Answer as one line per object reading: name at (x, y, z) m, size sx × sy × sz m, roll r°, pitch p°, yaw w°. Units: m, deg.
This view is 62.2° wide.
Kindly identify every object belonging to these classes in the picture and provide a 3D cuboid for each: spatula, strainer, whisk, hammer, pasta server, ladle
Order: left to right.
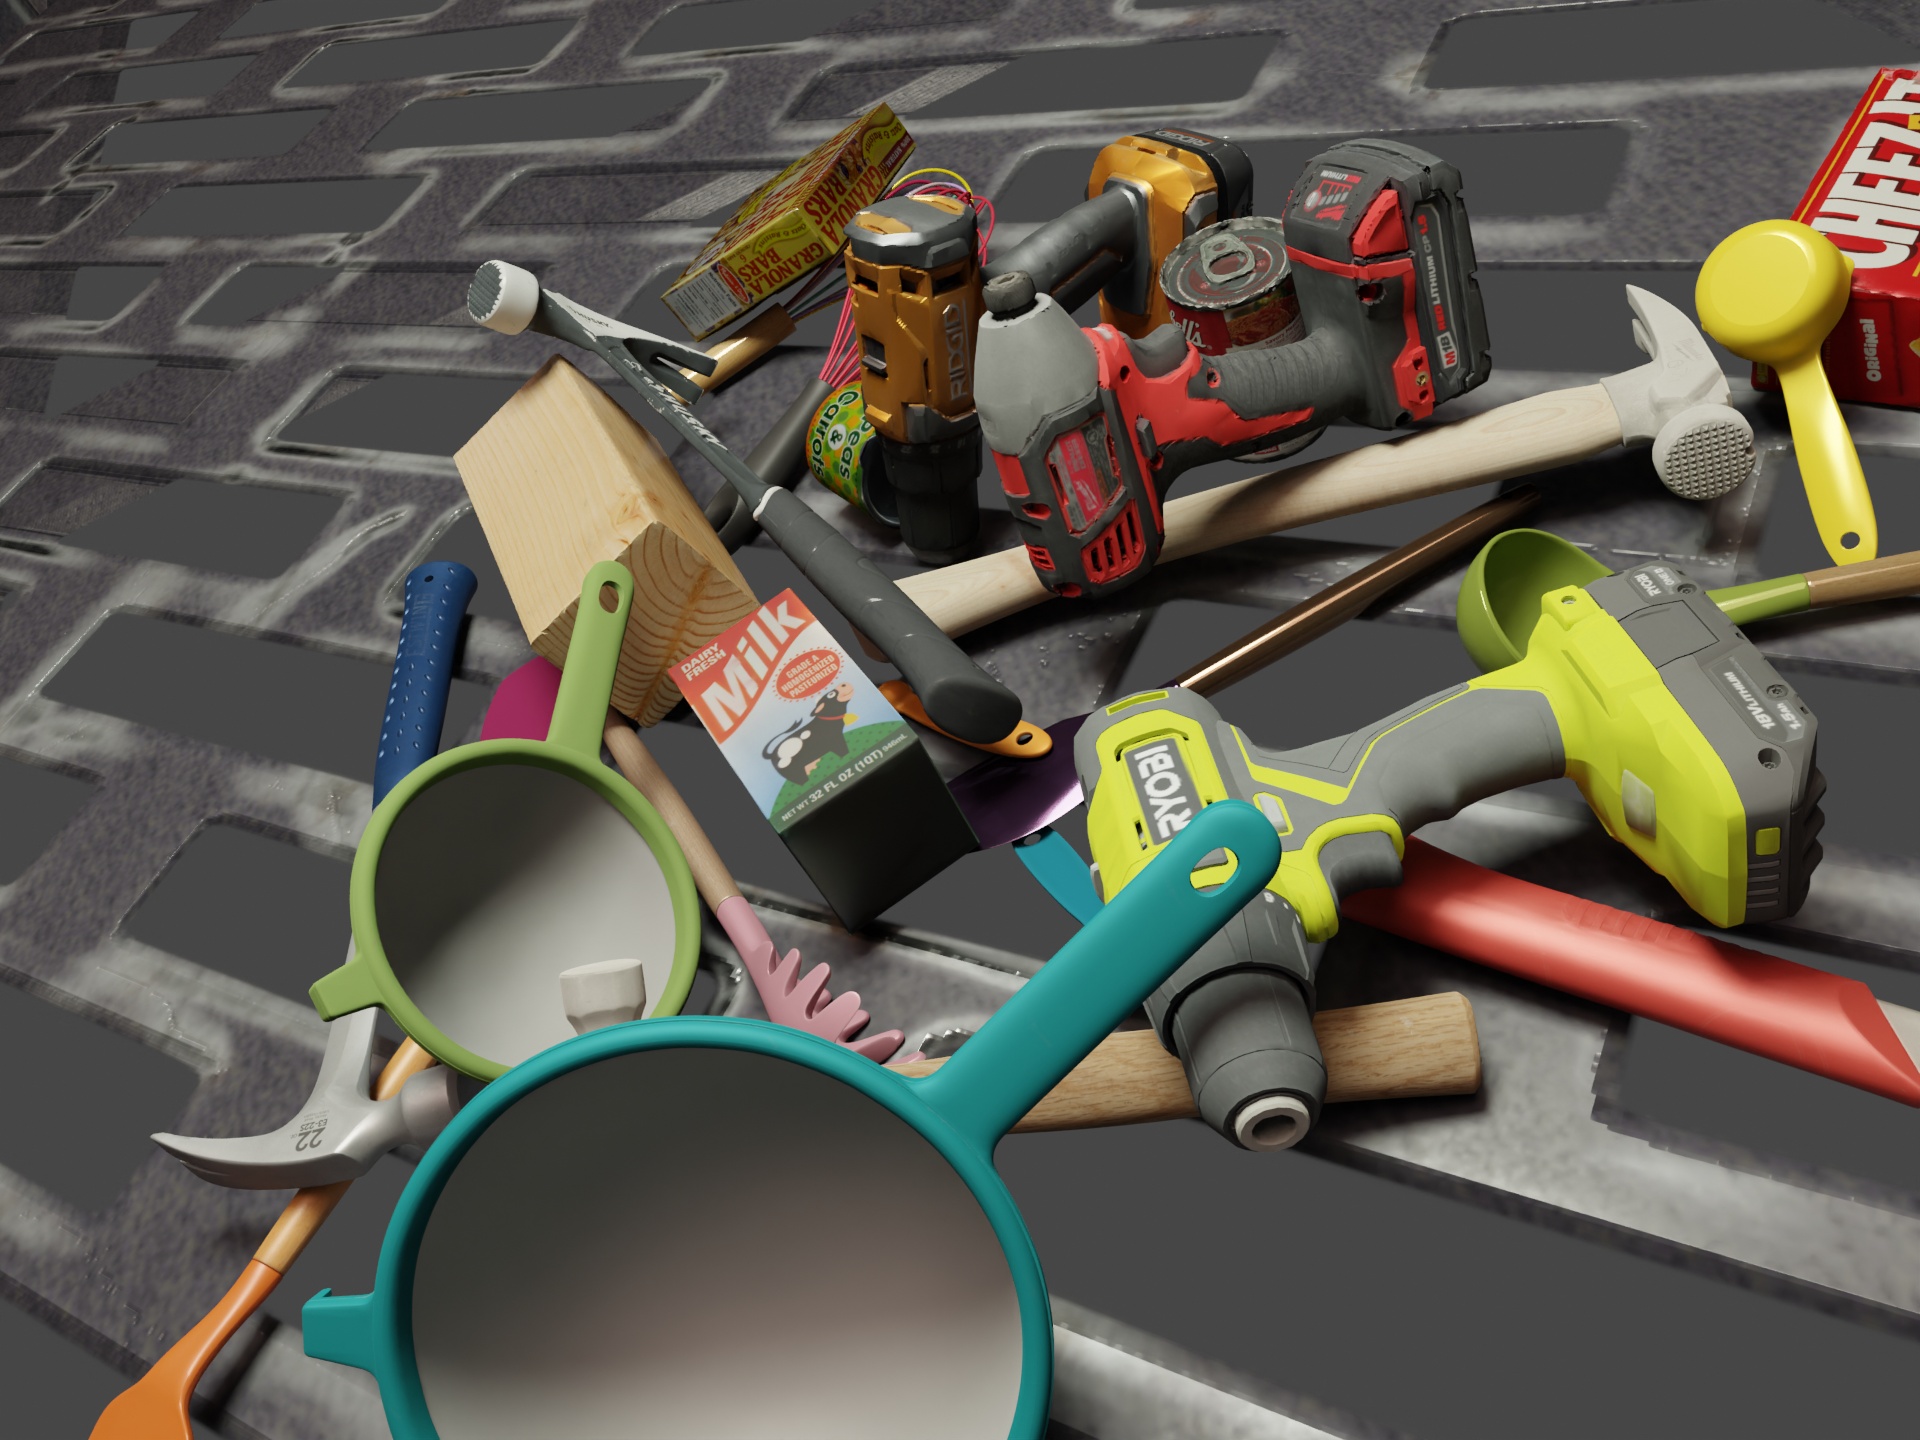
spatula at (-0.278, 0.218, 0.687) m, size 0.081 × 0.041 × 0.323 m, roll 7°, pitch 51°, yaw 30°
hammer at (-0.293, 0.054, 0.805) m, size 0.144 × 0.035 × 0.406 m, roll -17°, pitch 42°, yaw 6°
strainer at (-0.187, 0.044, 0.701) m, size 0.069 × 0.151 × 0.257 m, roll -34°, pitch 41°, yaw 43°
pasta server at (-0.109, 0.066, 0.728) m, size 0.040 × 0.060 × 0.317 m, roll -42°, pitch 42°, yaw -3°
hammer at (-0.102, -0.115, 0.798) m, size 0.409 × 0.149 × 0.036 m, roll 45°, pitch 111°, yaw 36°
whisk at (-0.096, -0.275, 1.020) m, size 0.245 × 0.047 × 0.051 m, roll -36°, pitch 28°, yaw -3°
whisk at (-0.069, -0.209, 0.942) m, size 0.073 × 0.073 × 0.296 m, roll 21°, pitch 68°, yaw 36°
strainer at (-0.029, 0.143, 0.518) m, size 0.340 × 0.211 × 0.095 m, roll -45°, pitch 3°, yaw 7°
hammer at (0.019, 0.138, 0.580) m, size 0.331 × 0.031 × 0.130 m, roll -7°, pitch 89°, yaw 8°
spatula at (0.122, -0.024, 0.714) m, size 0.316 × 0.018 × 0.060 m, roll -30°, pitch 37°, yaw -1°
hammer at (0.138, -0.105, 0.755) m, size 0.410 × 0.038 × 0.146 m, roll -14°, pitch 35°, yaw 18°
hammer at (0.264, 0.102, 0.527) m, size 0.359 × 0.036 × 0.149 m, roll 16°, pitch 60°, yaw 34°
ladle at (0.357, -0.061, 0.614) m, size 0.320 × 0.062 × 0.078 m, roll -10°, pitch 62°, yaw 13°

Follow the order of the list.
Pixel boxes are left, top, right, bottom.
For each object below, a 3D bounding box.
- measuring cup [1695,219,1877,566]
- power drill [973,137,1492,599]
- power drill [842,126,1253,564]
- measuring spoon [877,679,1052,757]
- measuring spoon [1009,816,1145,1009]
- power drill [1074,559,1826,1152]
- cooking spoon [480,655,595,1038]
measuring cup at (0.346, -0.135, 0.655) m, size 0.062 × 0.029 × 0.157 m, roll -21°, pitch 71°, yaw 38°
power drill at (0.110, -0.159, 0.688) m, size 0.219 × 0.143 × 0.079 m, roll -28°, pitch 32°, yaw -8°
power drill at (0.046, -0.194, 0.820) m, size 0.226 × 0.185 × 0.084 m, roll -28°, pitch 42°, yaw -28°
measuring spoon at (-0.001, -0.002, 0.748) m, size 0.117 × 0.011 × 0.021 m, roll 18°, pitch 58°, yaw 44°
measuring spoon at (0.054, 0.079, 0.662) m, size 0.042 × 0.021 × 0.129 m, roll -31°, pitch 36°, yaw -8°
power drill at (0.159, 0.041, 0.541) m, size 0.228 × 0.080 × 0.191 m, roll -17°, pitch 37°, yaw 5°
cooking spoon at (-0.195, 0.072, 0.777) m, size 0.069 × 0.017 × 0.319 m, roll -31°, pitch 45°, yaw 6°
